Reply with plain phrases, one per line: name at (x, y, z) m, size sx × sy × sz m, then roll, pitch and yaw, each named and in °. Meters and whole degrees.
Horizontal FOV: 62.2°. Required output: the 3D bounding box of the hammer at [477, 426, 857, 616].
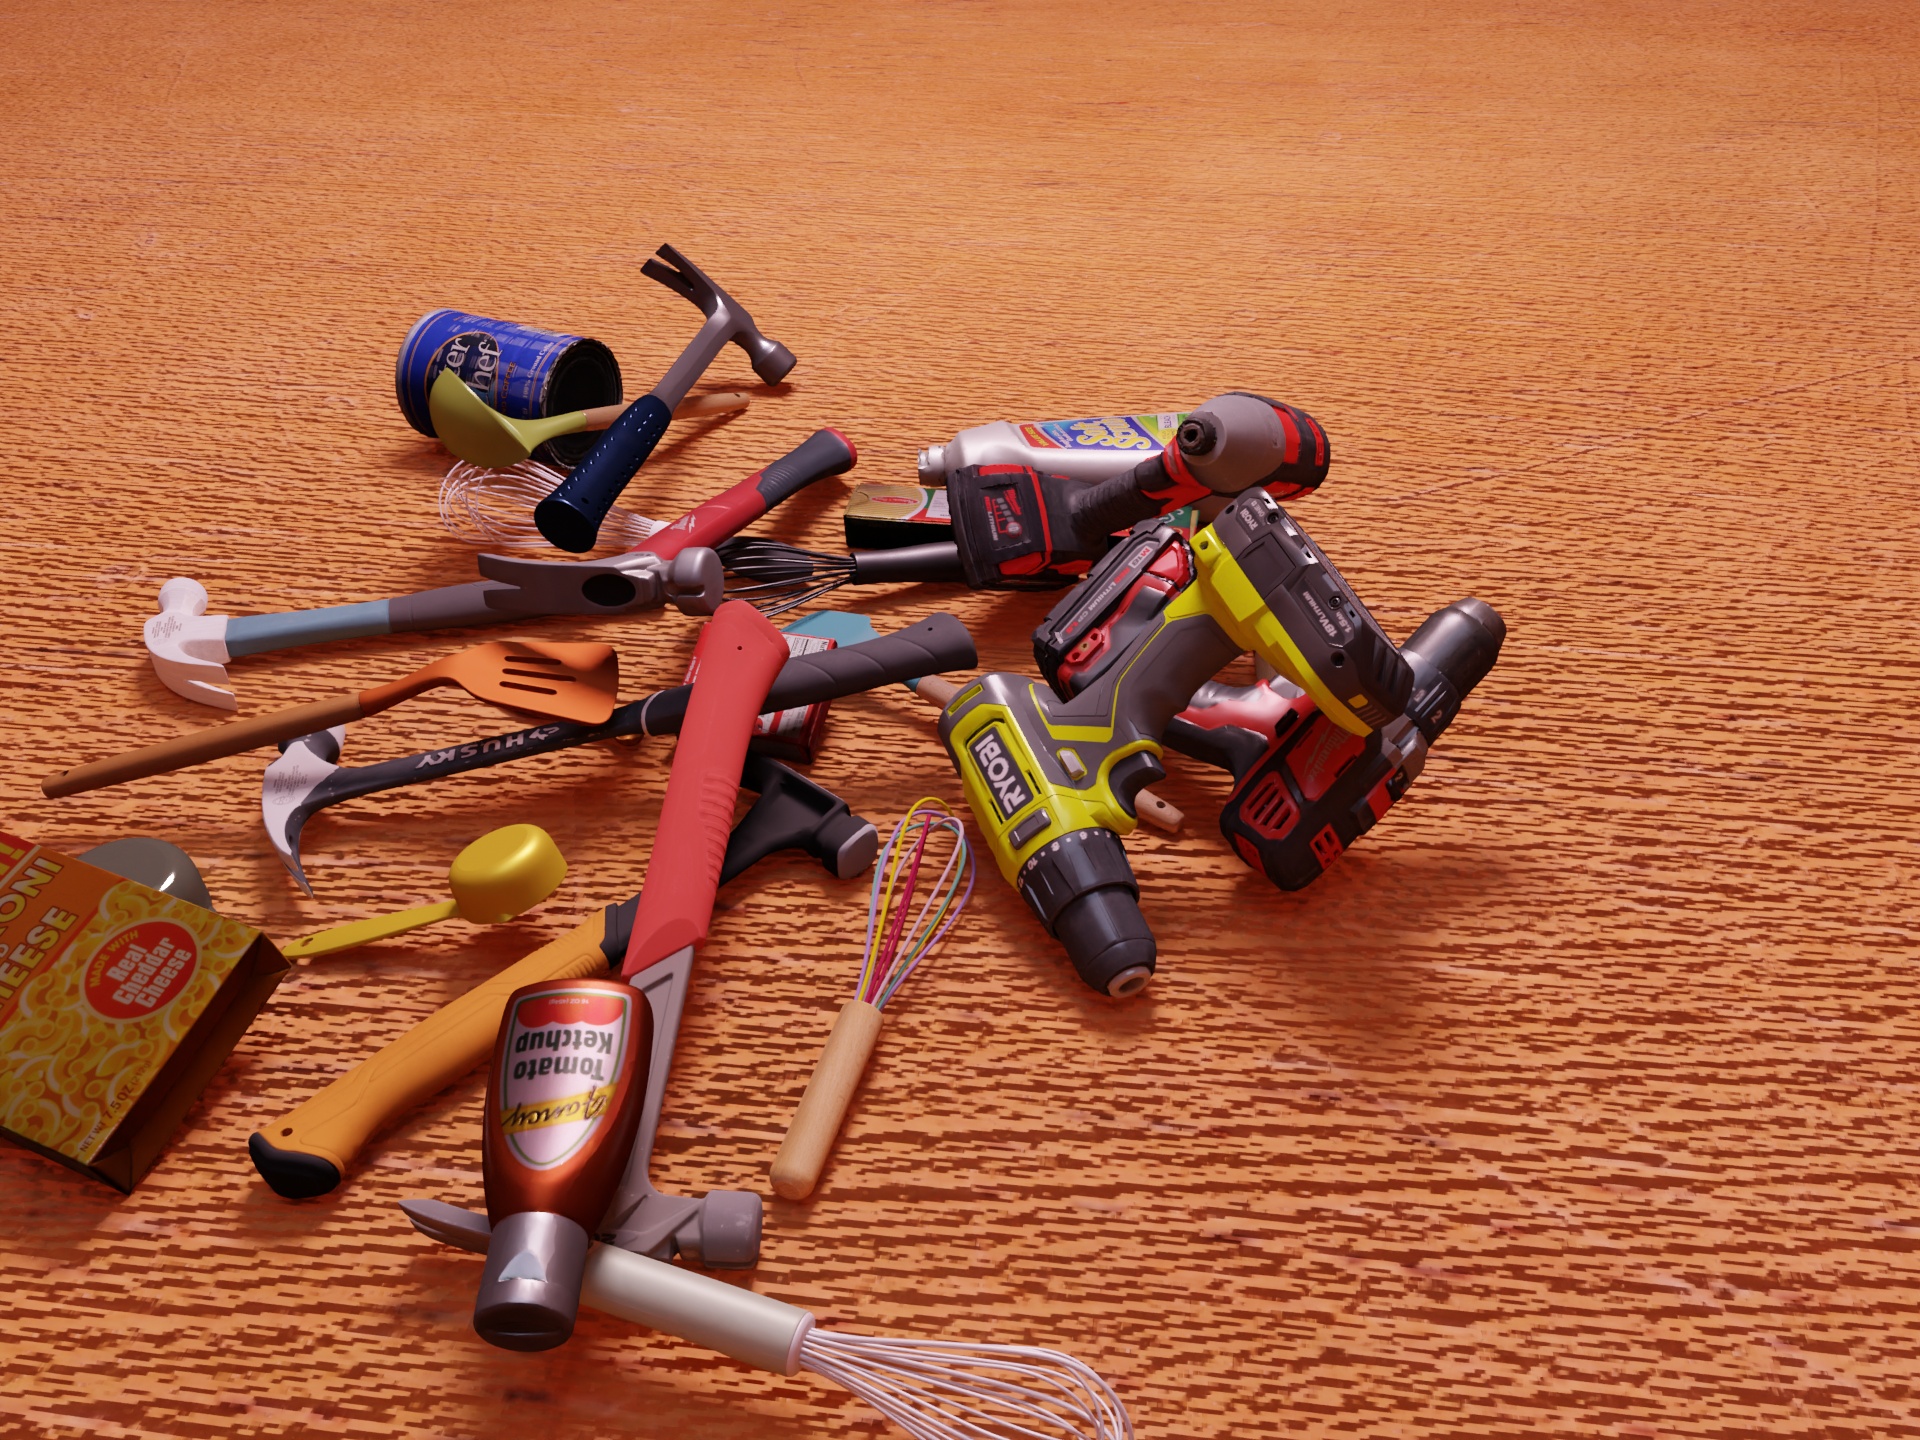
hammer at (-0.163, -0.140, 1.053) m, size 0.143 × 0.038 × 0.386 m, roll 2°, pitch 21°, yaw 14°

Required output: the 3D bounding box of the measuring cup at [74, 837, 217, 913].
measuring cup at (-0.430, 0.121, 0.793) m, size 0.083 × 0.038 × 0.168 m, roll -5°, pitch 37°, yaw -5°

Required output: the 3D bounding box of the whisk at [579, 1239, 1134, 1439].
whisk at (-0.054, 0.241, 0.607) m, size 0.246 × 0.059 × 0.058 m, roll 13°, pitch 12°, yaw 14°

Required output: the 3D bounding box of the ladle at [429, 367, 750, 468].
ladle at (-0.260, -0.235, 1.186) m, size 0.078 × 0.062 × 0.320 m, roll 44°, pitch 33°, yaw 15°

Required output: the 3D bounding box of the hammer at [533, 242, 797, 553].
hammer at (-0.225, -0.237, 1.169) m, size 0.144 × 0.035 × 0.406 m, roll 42°, pitch 30°, yaw -17°

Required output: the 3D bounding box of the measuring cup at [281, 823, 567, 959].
measuring cup at (-0.279, 0.089, 0.811) m, size 0.156 × 0.029 × 0.062 m, roll -16°, pitch 26°, yaw 4°

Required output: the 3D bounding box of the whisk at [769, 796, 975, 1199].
whisk at (-0.043, 0.125, 0.778) m, size 0.051 × 0.047 × 0.245 m, roll 11°, pitch 42°, yaw 13°

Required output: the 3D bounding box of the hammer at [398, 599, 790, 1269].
hammer at (-0.146, 0.084, 0.770) m, size 0.149 × 0.036 × 0.359 m, roll 5°, pitch 51°, yaw 1°

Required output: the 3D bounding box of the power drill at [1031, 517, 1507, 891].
power drill at (0.171, -0.029, 0.894) m, size 0.188 × 0.080 × 0.227 m, roll -46°, pitch 49°, yaw -6°

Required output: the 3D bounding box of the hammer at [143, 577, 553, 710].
hammer at (-0.362, -0.072, 1.052) m, size 0.331 × 0.033 × 0.128 m, roll -9°, pitch 37°, yaw -11°

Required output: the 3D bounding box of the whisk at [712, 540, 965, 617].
whisk at (-0.071, -0.099, 1.073) m, size 0.239 × 0.055 × 0.055 m, roll -7°, pitch 37°, yaw -19°

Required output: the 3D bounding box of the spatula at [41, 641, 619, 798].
spatula at (-0.353, 0.005, 0.890) m, size 0.322 × 0.041 × 0.081 m, roll -15°, pitch 36°, yaw 1°

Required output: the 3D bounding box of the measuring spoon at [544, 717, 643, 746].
measuring spoon at (-0.242, -0.002, 0.978) m, size 0.117 × 0.011 × 0.021 m, roll 15°, pitch 40°, yaw 25°

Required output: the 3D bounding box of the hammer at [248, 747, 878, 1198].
hammer at (-0.200, 0.117, 0.798) m, size 0.127 × 0.034 × 0.337 m, roll 28°, pitch 46°, yaw 31°

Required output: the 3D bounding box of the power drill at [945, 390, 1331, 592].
power drill at (0.106, -0.145, 0.992) m, size 0.220 × 0.078 × 0.143 m, roll -15°, pitch -6°, yaw 35°

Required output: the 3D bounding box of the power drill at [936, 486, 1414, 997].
power drill at (0.108, 0.011, 0.808) m, size 0.228 × 0.080 × 0.191 m, roll -40°, pitch 52°, yaw 17°

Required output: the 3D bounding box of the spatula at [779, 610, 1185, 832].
spatula at (-0.002, -0.003, 0.964) m, size 0.318 × 0.044 × 0.082 m, roll 29°, pitch 44°, yaw 27°

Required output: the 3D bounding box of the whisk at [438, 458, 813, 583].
whisk at (-0.238, -0.134, 1.118) m, size 0.284 × 0.070 × 0.070 m, roll 14°, pitch 39°, yaw 11°

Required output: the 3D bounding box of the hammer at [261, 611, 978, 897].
hammer at (-0.191, 0.002, 0.898) m, size 0.409 × 0.036 × 0.149 m, roll -13°, pitch 36°, yaw -3°

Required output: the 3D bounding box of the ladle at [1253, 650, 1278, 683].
ladle at (0.194, -0.026, 0.986) m, size 0.069 × 0.031 × 0.316 m, roll -2°, pitch 39°, yaw 6°
